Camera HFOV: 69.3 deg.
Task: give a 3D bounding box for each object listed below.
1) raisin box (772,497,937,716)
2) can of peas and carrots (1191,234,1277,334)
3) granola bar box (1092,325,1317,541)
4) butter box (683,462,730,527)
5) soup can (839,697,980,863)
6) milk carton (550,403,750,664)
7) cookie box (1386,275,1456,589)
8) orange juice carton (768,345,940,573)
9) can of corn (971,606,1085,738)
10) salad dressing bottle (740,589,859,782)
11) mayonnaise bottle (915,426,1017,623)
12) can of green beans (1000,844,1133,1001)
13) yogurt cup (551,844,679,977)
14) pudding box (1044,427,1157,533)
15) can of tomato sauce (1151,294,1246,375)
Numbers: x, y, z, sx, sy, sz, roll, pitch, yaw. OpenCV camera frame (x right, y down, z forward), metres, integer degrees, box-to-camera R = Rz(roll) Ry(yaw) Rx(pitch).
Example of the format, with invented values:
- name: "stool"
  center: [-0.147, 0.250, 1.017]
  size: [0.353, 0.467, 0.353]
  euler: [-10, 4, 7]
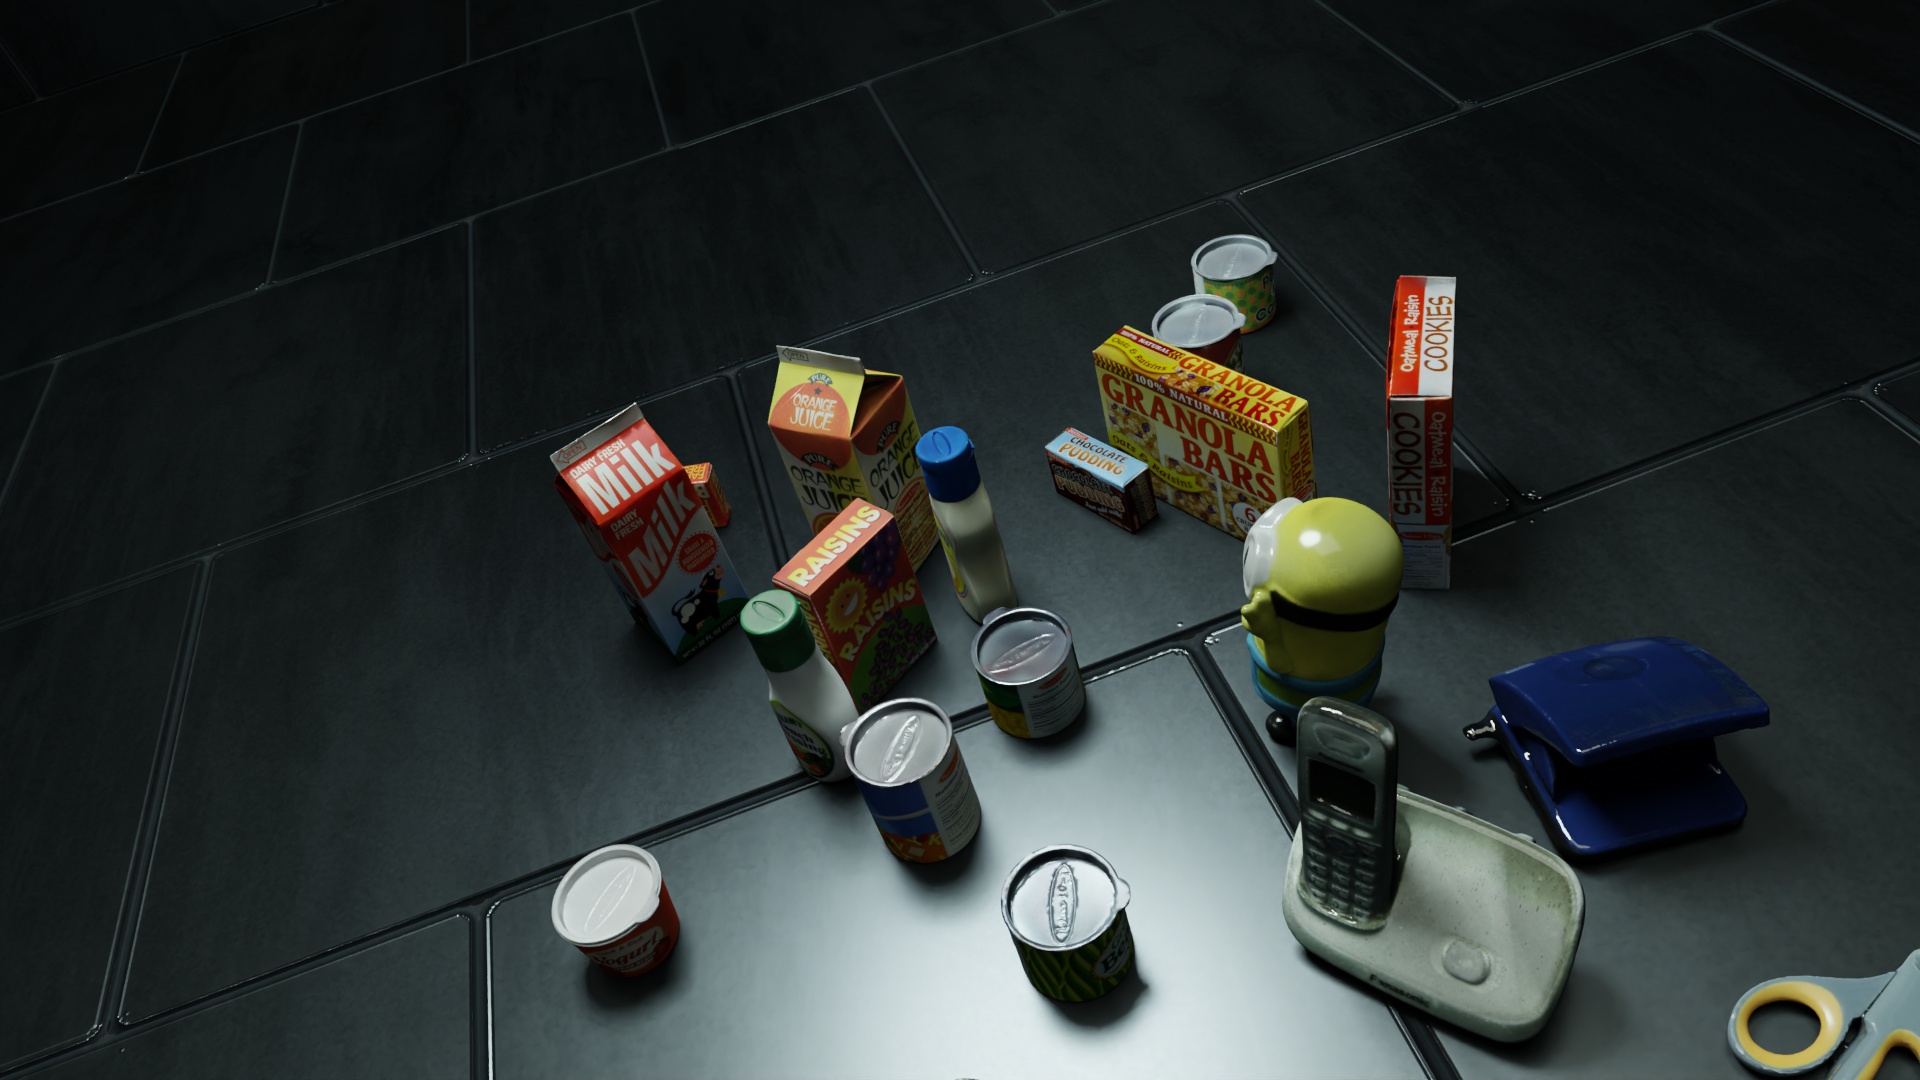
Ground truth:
- name: "raisin box"
  center: [-0.069, 0.046, 0.939]
  size: [0.040, 0.122, 0.086]
  euler: [24, 56, 36]
- name: "can of peas and carrots"
  center: [0.233, -0.214, 1.166]
  size: [0.071, 0.058, 0.071]
  euler: [-9, 43, 9]
- name: "granola bar box"
  center: [0.174, -0.070, 0.983]
  size: [0.039, 0.123, 0.166]
  euler: [-39, 46, -22]
- name: "butter box"
  center: [-0.244, -0.031, 1.130]
  size: [0.103, 0.053, 0.024]
  euler: [-7, 43, 11]
- name: "soup can"
  center: [-0.030, 0.147, 0.849]
  size: [0.071, 0.083, 0.072]
  euler: [-9, 43, 9]
- name: "milk carton"
  center: [-0.225, -0.008, 0.997]
  size: [0.072, 0.189, 0.073]
  euler: [-37, 46, -21]
- name: "cookie box"
  center: [0.302, -0.069, 0.909]
  size: [0.040, 0.166, 0.123]
  euler: [1, 45, 19]
- name: "orange juice carton"
  center: [-0.076, -0.060, 1.003]
  size: [0.072, 0.191, 0.073]
  euler: [13, 50, 29]
- name: "can of corn"
  center: [0.044, 0.085, 0.909]
  size: [0.071, 0.058, 0.071]
  euler: [-9, 43, 9]
- name: "salad dressing bottle"
  center: [-0.099, 0.093, 0.881]
  size: [0.064, 0.147, 0.044]
  euler: [25, 57, 37]
- name: "mayonnaise bottle"
  center: [0.003, -0.012, 0.959]
  size: [0.041, 0.147, 0.065]
  euler: [-22, 42, -5]
- name: "can of green beans"
  center: [0.060, 0.212, 0.770]
  size: [0.071, 0.057, 0.071]
  euler: [-9, 43, 9]
- name: "yogurt cup"
  center: [-0.206, 0.227, 0.842]
  size: [0.072, 0.053, 0.073]
  euler: [-9, 43, 9]
- name: "pudding box"
  center: [0.105, -0.046, 1.035]
  size: [0.030, 0.049, 0.084]
  euler: [-39, 46, -22]
- name: "can of tomato sauce"
  center: [0.189, -0.139, 1.081]
  size: [0.071, 0.082, 0.071]
  euler: [-9, 43, 9]
